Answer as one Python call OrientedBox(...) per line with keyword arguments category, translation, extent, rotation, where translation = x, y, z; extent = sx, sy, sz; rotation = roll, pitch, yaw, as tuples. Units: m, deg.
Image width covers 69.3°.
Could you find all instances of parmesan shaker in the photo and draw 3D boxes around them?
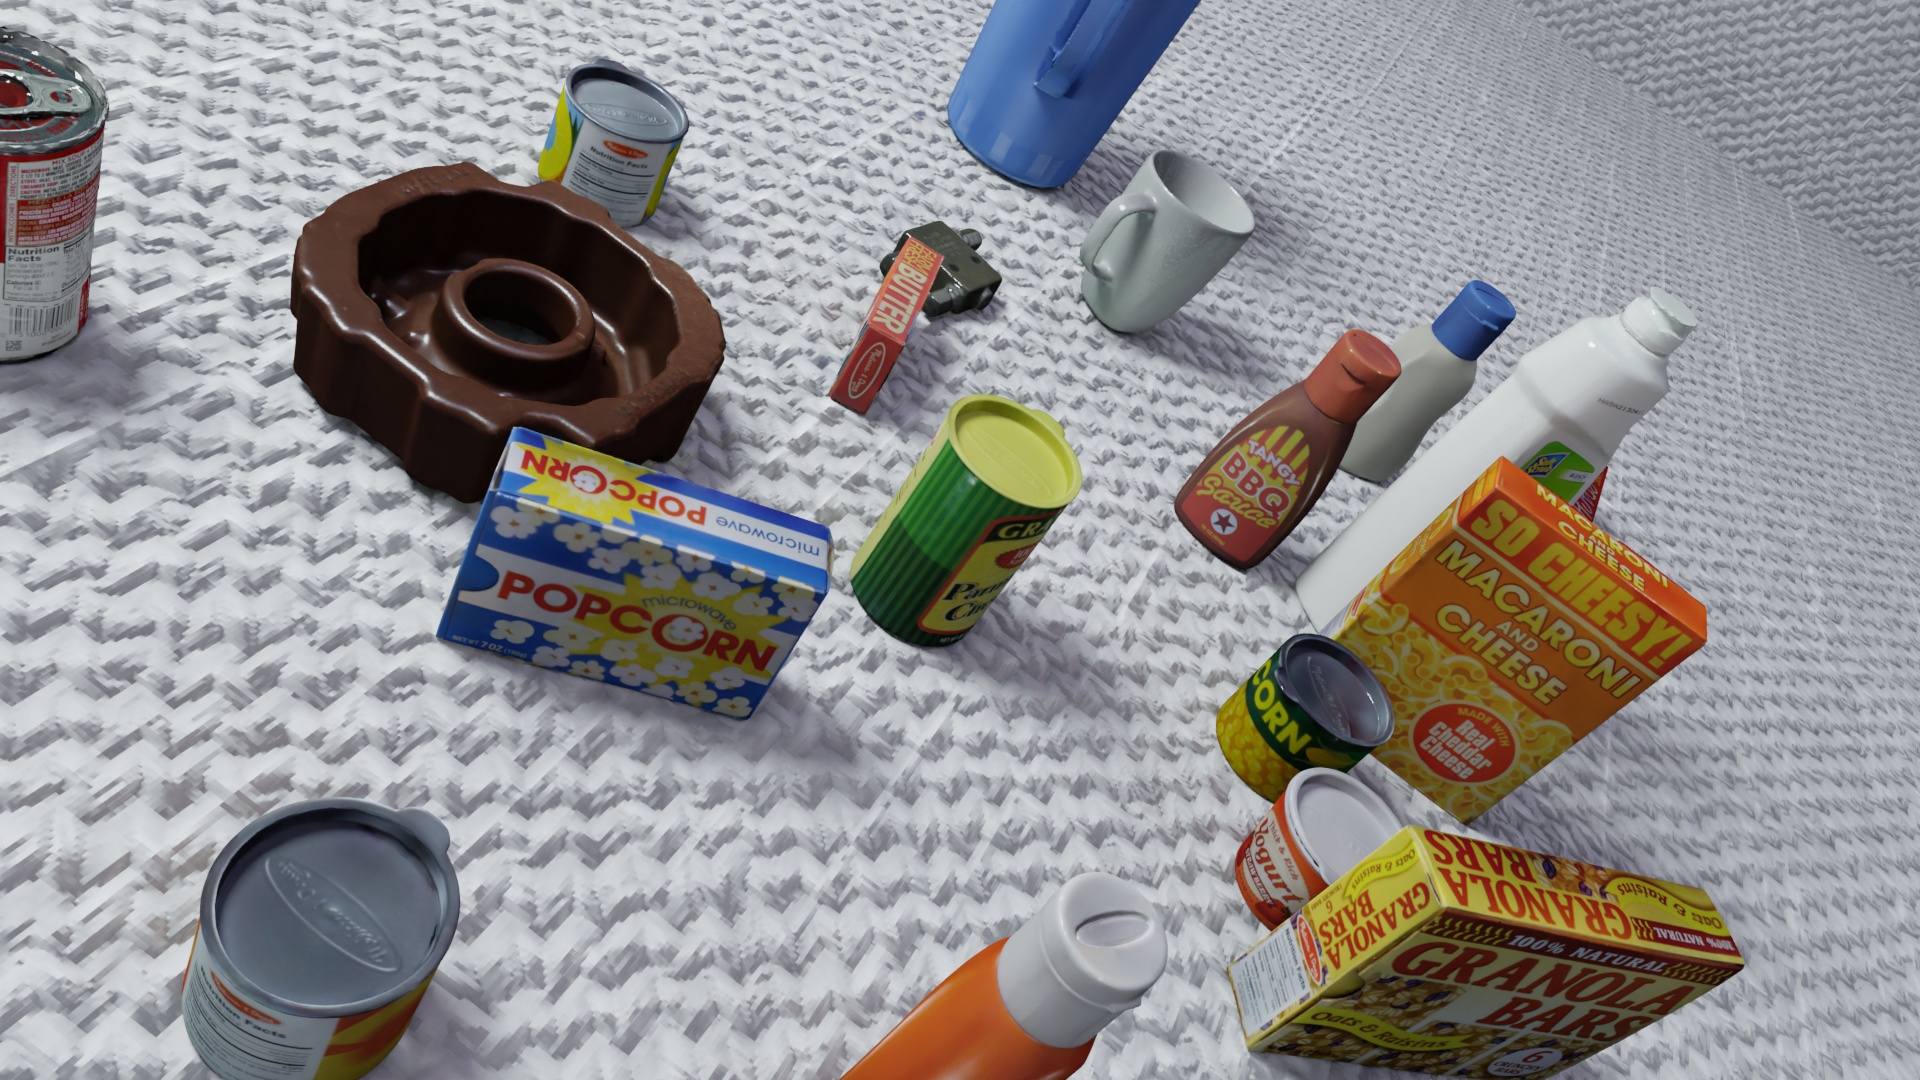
OrientedBox(category="parmesan shaker", translation=(0.002, -0.008, 0.629), extent=(0.071, 0.102, 0.072), rotation=(20, 41, -18))

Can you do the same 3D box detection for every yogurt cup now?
OrientedBox(category="yogurt cup", translation=(0.161, 0.145, 0.627), extent=(0.072, 0.053, 0.073), rotation=(20, 41, -18))

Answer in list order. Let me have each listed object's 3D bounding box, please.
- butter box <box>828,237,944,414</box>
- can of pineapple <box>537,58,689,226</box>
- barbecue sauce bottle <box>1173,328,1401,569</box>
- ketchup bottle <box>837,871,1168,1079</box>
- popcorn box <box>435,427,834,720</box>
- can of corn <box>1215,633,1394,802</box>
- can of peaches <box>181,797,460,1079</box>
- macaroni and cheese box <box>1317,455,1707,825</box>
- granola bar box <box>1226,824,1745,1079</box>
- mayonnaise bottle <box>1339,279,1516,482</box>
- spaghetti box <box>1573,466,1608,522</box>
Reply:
OrientedBox(category="butter box", translation=(-0.039, -0.118, 0.753), extent=(0.024, 0.052, 0.104), rotation=(28, 39, -9))
OrientedBox(category="can of pineapple", translation=(-0.185, -0.211, 0.739), extent=(0.071, 0.057, 0.071), rotation=(20, 41, -18))
OrientedBox(category="barbecue sauce bottle", translation=(0.183, -0.052, 0.770), extent=(0.065, 0.147, 0.044), rotation=(43, 39, 10))
OrientedBox(category="ketchup bottle", translation=(0.010, 0.155, 0.430), extent=(0.065, 0.148, 0.044), rotation=(0, 50, -36))
OrientedBox(category="popcorn box", translation=(-0.122, 0.016, 0.528), extent=(0.127, 0.084, 0.038), rotation=(18, 41, -20))
OrientedBox(category="can of corn", translation=(0.167, 0.089, 0.685), extent=(0.071, 0.058, 0.071), rotation=(20, 41, -18))
OrientedBox(category="can of peaches", translation=(-0.183, 0.116, 0.402), extent=(0.071, 0.057, 0.071), rotation=(20, 41, -18))
OrientedBox(category="macaroni and cheese box", translation=(0.266, 0.054, 0.706), extent=(0.124, 0.165, 0.040), rotation=(37, 38, 2))
OrientedBox(category="granola bar box", translation=(0.215, 0.178, 0.575), extent=(0.165, 0.123, 0.039), rotation=(16, 42, -23))
OrientedBox(category="mayonnaise bottle", translation=(0.299, -0.104, 0.909), extent=(0.065, 0.147, 0.041), rotation=(22, 40, -17))
OrientedBox(category="spaghetti box", translation=(0.404, 0.003, 0.953), extent=(0.029, 0.050, 0.251), rotation=(40, 39, 6))
